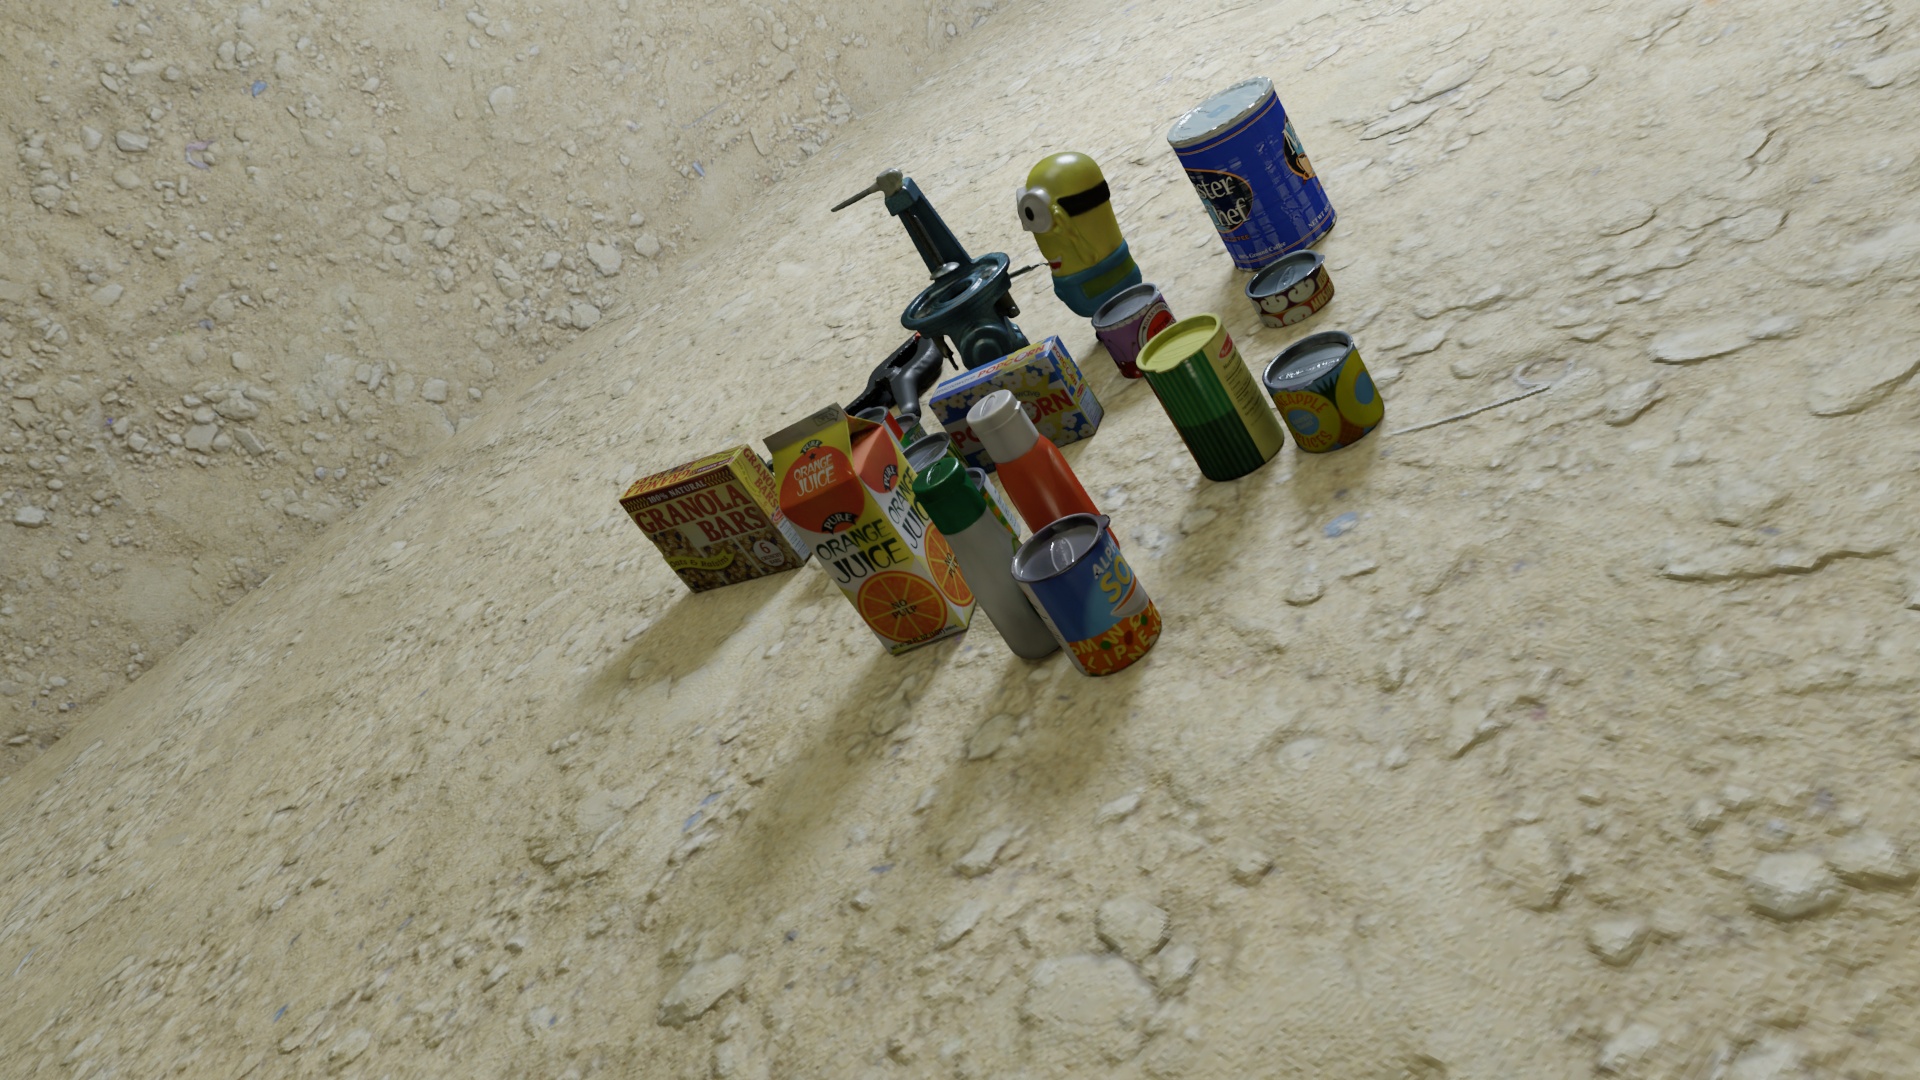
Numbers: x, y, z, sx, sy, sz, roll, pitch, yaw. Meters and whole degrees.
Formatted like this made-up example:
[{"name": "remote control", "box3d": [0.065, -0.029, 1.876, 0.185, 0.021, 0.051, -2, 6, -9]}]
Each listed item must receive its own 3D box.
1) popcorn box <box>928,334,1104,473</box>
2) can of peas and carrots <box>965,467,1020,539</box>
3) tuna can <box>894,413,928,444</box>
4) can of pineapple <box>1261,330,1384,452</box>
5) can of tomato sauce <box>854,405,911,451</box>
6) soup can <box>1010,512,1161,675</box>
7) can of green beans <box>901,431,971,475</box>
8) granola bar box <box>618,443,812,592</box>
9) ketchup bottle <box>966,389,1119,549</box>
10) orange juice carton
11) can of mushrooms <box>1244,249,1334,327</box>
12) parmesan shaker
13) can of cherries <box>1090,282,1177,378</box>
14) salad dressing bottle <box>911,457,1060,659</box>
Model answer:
[{"name": "popcorn box", "box3d": [0.047, -0.115, 1.203, 0.126, 0.085, 0.038, -19, 28, 31]}, {"name": "can of peas and carrots", "box3d": [0.004, -0.014, 1.104, 0.071, 0.058, 0.071, -28, 25, 14]}, {"name": "tuna can", "box3d": [-0.061, -0.093, 1.365, 0.071, 0.032, 0.071, -28, 25, 14]}, {"name": "can of pineapple", "box3d": [0.249, -0.101, 0.955, 0.071, 0.057, 0.071, -28, 25, 14]}, {"name": "can of tomato sauce", "box3d": [-0.073, -0.072, 1.279, 0.071, 0.083, 0.071, -28, 25, 14]}, {"name": "soup can", "box3d": [0.083, 0.034, 0.885, 0.071, 0.083, 0.072, -28, 25, 14]}, {"name": "can of green beans", "box3d": [-0.022, -0.052, 1.208, 0.071, 0.057, 0.071, -28, 25, 14]}, {"name": "granola bar box", "box3d": [-0.232, -0.018, 1.331, 0.165, 0.124, 0.039, -14, 31, 39]}, {"name": "ketchup bottle", "box3d": [0.058, -0.037, 0.967, 0.043, 0.148, 0.065, -23, 27, 26]}, {"name": "orange juice carton", "box3d": [-0.066, -0.014, 1.028, 0.071, 0.192, 0.073, -22, 27, 27]}, {"name": "can of mushrooms", "box3d": [0.275, -0.209, 1.151, 0.071, 0.033, 0.071, -28, 25, 14]}, {"name": "parmesan shaker", "box3d": [0.177, -0.099, 0.988, 0.071, 0.103, 0.071, -28, 25, 14]}, {"name": "can of cherries", "box3d": [0.159, -0.185, 1.223, 0.071, 0.058, 0.072, -28, 25, 14]}, {"name": "salad dressing bottle", "box3d": [0.021, 0.012, 0.926, 0.044, 0.147, 0.064, -25, 26, 21]}]
